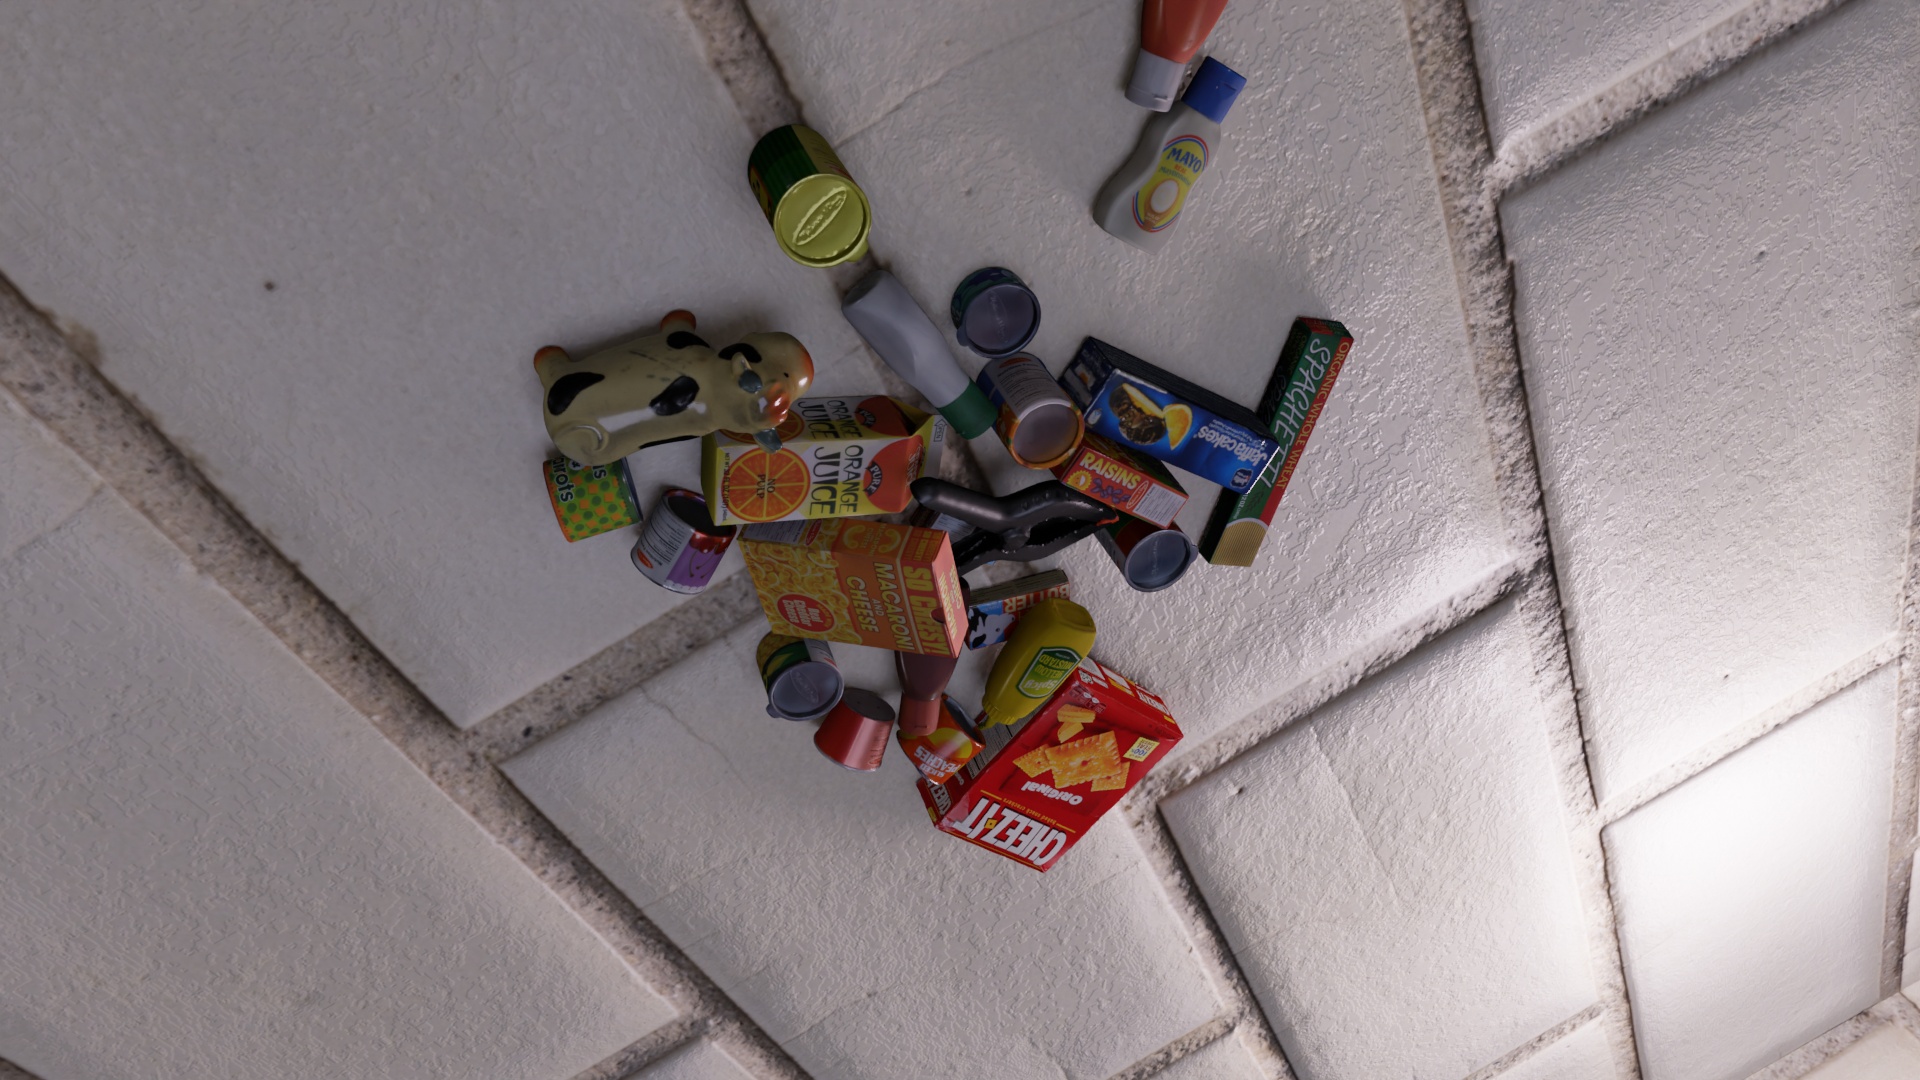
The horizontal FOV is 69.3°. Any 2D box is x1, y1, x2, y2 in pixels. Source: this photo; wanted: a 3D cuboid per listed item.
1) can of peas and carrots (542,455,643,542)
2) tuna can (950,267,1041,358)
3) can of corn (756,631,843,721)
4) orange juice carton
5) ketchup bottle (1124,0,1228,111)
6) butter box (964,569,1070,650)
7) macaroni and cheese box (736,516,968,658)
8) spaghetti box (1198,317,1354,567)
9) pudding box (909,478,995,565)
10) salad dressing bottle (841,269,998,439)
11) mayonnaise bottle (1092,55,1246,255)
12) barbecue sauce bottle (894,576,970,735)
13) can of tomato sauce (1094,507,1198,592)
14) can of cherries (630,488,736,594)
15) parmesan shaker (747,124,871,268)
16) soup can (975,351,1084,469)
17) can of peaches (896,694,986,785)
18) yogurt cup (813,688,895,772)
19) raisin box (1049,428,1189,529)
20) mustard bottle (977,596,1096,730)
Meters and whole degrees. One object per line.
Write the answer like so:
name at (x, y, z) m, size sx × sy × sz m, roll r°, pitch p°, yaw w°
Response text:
can of peas and carrots at (-0.279, -0.039, 1.052) m, size 0.059 × 0.071 × 0.070 m, roll -17°, pitch 128°, yaw -9°
tuna can at (0.025, -0.179, 1.098) m, size 0.071 × 0.033 × 0.070 m, roll -11°, pitch 126°, yaw -15°
can of corn at (-0.144, 0.116, 1.219) m, size 0.071 × 0.058 × 0.070 m, roll -11°, pitch 126°, yaw -15°
orange juice carton at (-0.105, -0.066, 1.099) m, size 0.193 × 0.073 × 0.071 m, roll -5°, pitch 124°, yaw -19°
ketchup bottle at (0.160, -0.387, 1.001) m, size 0.065 × 0.044 × 0.148 m, roll 6°, pitch 121°, yaw -24°
butter box at (0.051, 0.064, 1.282) m, size 0.104 × 0.024 × 0.052 m, roll -14°, pitch 128°, yaw -13°
macaroni and cheese box at (-0.086, 0.036, 1.130) m, size 0.166 × 0.040 × 0.123 m, roll 7°, pitch 140°, yaw 17°
spaghetti box at (0.285, -0.085, 1.270) m, size 0.050 × 0.029 × 0.248 m, roll 4°, pitch 121°, yaw -25°
pudding box at (0.004, -0.015, 1.205) m, size 0.084 × 0.030 × 0.049 m, roll 21°, pitch 112°, yaw -32°
salad dressing bottle at (-0.029, -0.141, 1.072) m, size 0.147 × 0.064 × 0.044 m, roll 48°, pitch 69°, yaw -26°
mayonnaise bottle at (0.164, -0.296, 1.067) m, size 0.065 × 0.041 × 0.147 m, roll 19°, pitch 115°, yaw -29°
barbecue sauce bottle at (-0.031, 0.103, 1.248) m, size 0.065 × 0.044 × 0.148 m, roll 3°, pitch 111°, yaw -12°
can of tomato sauce at (0.162, -0.005, 1.241) m, size 0.071 × 0.083 × 0.070 m, roll -11°, pitch 126°, yaw -15°
can of cherries at (-0.218, 0.000, 1.107) m, size 0.071 × 0.072 × 0.058 m, roll 20°, pitch 113°, yaw -31°
parmesan shaker at (-0.105, -0.237, 0.961) m, size 0.071 × 0.103 × 0.071 m, roll -10°, pitch 126°, yaw -14°
soup can at (0.056, -0.104, 1.130) m, size 0.071 × 0.084 × 0.071 m, roll -11°, pitch 127°, yaw -15°
can of peaches at (-0.017, 0.189, 1.312) m, size 0.058 × 0.071 × 0.071 m, roll -41°, pitch 128°, yaw 8°
yogurt cup at (-0.094, 0.173, 1.276) m, size 0.072 × 0.072 × 0.053 m, roll 16°, pitch 108°, yaw -30°
raisin box at (0.124, -0.065, 1.182) m, size 0.123 × 0.086 × 0.040 m, roll 22°, pitch 114°, yaw -32°
mustard bottle at (0.062, 0.124, 1.283) m, size 0.065 × 0.049 × 0.159 m, roll 17°, pitch 121°, yaw -30°
